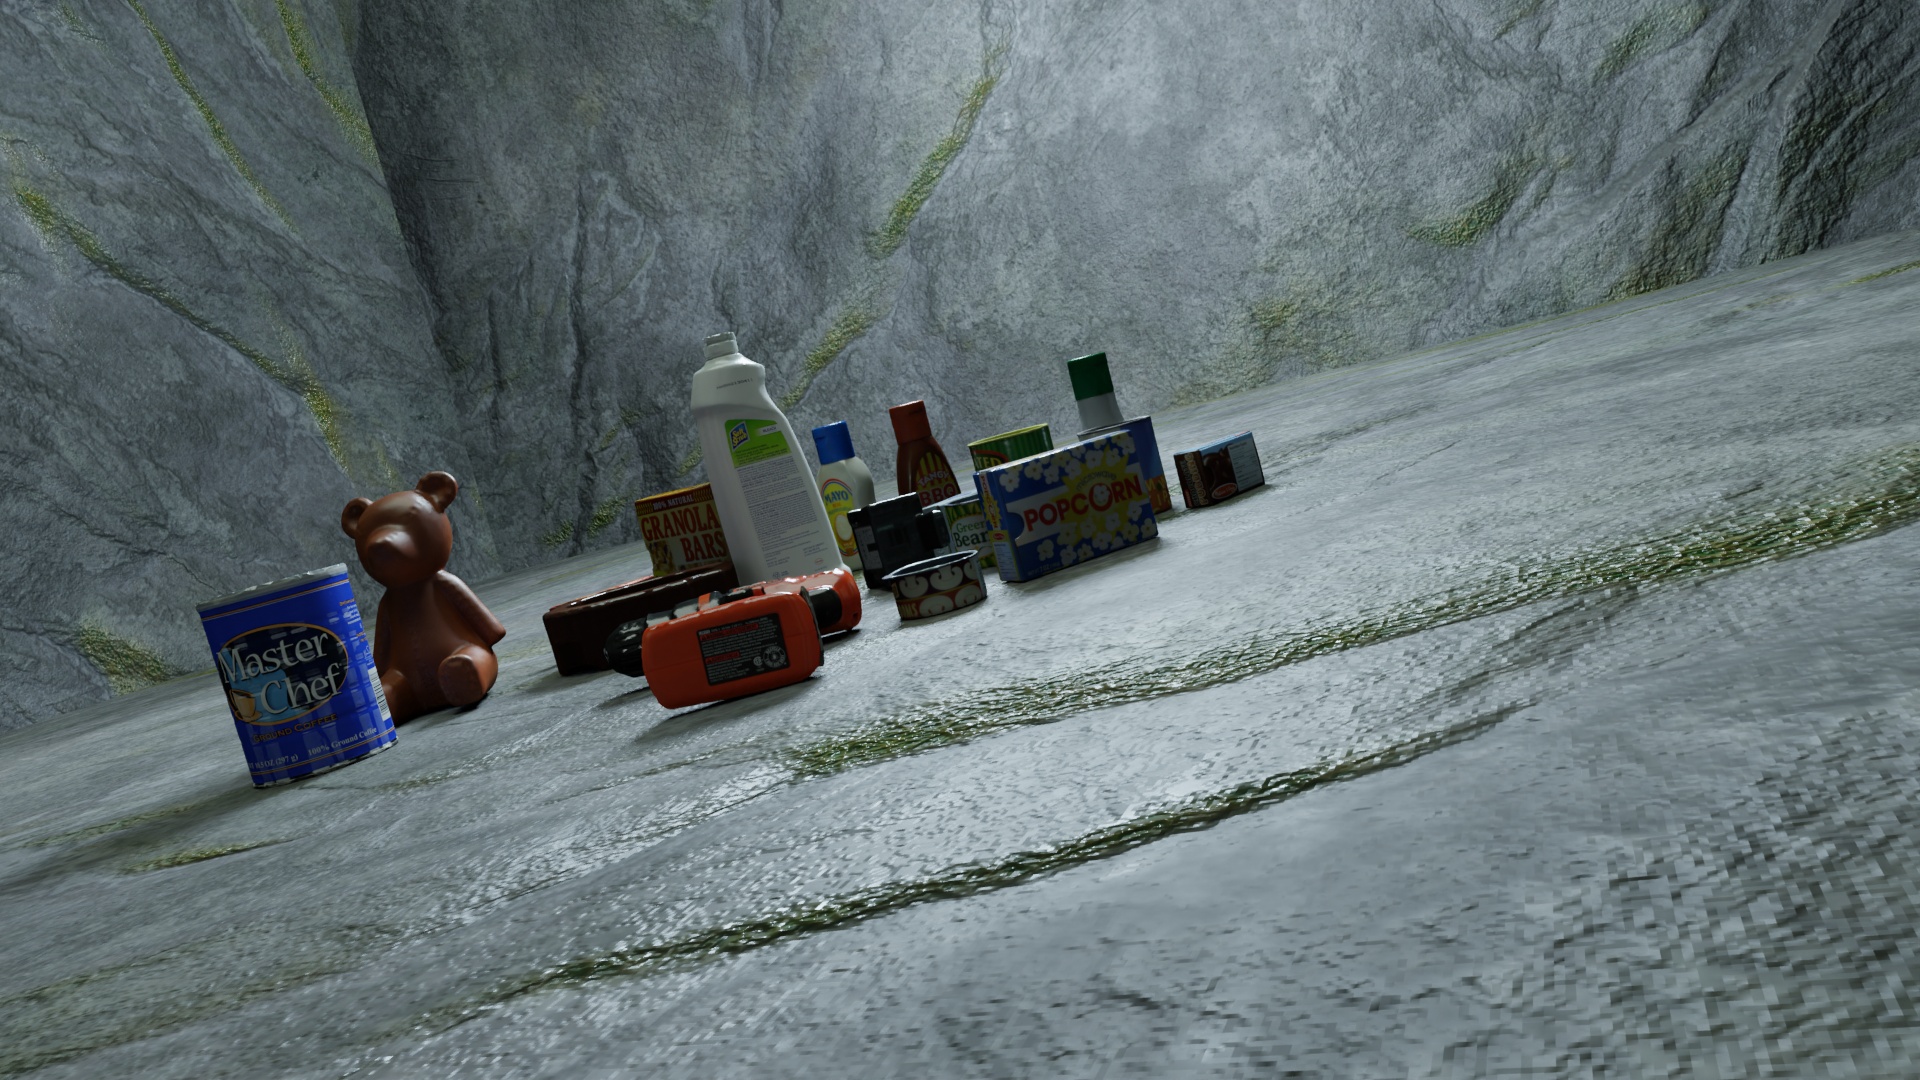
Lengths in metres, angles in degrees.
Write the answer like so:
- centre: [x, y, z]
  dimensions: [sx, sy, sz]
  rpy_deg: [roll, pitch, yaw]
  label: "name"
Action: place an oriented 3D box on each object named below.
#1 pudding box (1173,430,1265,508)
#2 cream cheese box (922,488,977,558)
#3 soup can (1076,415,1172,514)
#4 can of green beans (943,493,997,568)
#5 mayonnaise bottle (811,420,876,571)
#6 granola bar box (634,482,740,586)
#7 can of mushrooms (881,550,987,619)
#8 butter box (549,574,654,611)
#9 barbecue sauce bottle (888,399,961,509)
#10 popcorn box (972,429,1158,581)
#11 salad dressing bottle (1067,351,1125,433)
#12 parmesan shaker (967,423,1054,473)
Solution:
- centre: [0.221, -0.061, 1.184]
  dimensions: [0.084, 0.049, 0.030]
  rpy_deg: [-20, 7, -43]
  label: "pudding box"
- centre: [0.005, -0.016, 1.291]
  dimensions: [0.024, 0.053, 0.104]
  rpy_deg: [-12, 7, 34]
  label: "cream cheese box"
- centre: [0.146, -0.062, 1.218]
  dimensions: [0.071, 0.083, 0.071]
  rpy_deg: [-15, 5, 2]
  label: "soup can"
- centre: [0.025, -0.011, 1.165]
  dimensions: [0.071, 0.057, 0.071]
  rpy_deg: [-15, 5, 2]
  label: "can of green beans"
- centre: [-0.114, -0.044, 1.394]
  dimensions: [0.064, 0.148, 0.041]
  rpy_deg: [-11, 6, 36]
  label: "mayonnaise bottle"
- centre: [-0.257, 0.008, 1.383]
  dimensions: [0.039, 0.124, 0.165]
  rpy_deg: [-19, 7, -39]
  label: "granola bar box"
- centre: [-0.018, 0.032, 0.983]
  dimensions: [0.071, 0.033, 0.071]
  rpy_deg: [-15, 6, 2]
  label: "can of mushrooms"
- centre: [-0.329, 0.072, 1.303]
  dimensions: [0.104, 0.053, 0.024]
  rpy_deg: [-20, 7, -41]
  label: "butter box"
- centre: [-0.036, -0.066, 1.399]
  dimensions: [0.065, 0.148, 0.043]
  rpy_deg: [-18, 6, -28]
  label: "barbecue sauce bottle"
- centre: [0.080, -0.027, 1.037]
  dimensions: [0.127, 0.085, 0.038]
  rpy_deg: [-18, 6, -26]
  label: "popcorn box"
- centre: [0.132, -0.097, 1.272]
  dimensions: [0.064, 0.147, 0.044]
  rpy_deg: [-19, 6, -37]
  label: "salad dressing bottle"
- centre: [0.052, -0.035, 1.103]
  dimensions: [0.071, 0.103, 0.071]
  rpy_deg: [-15, 5, 2]
  label: "parmesan shaker"
